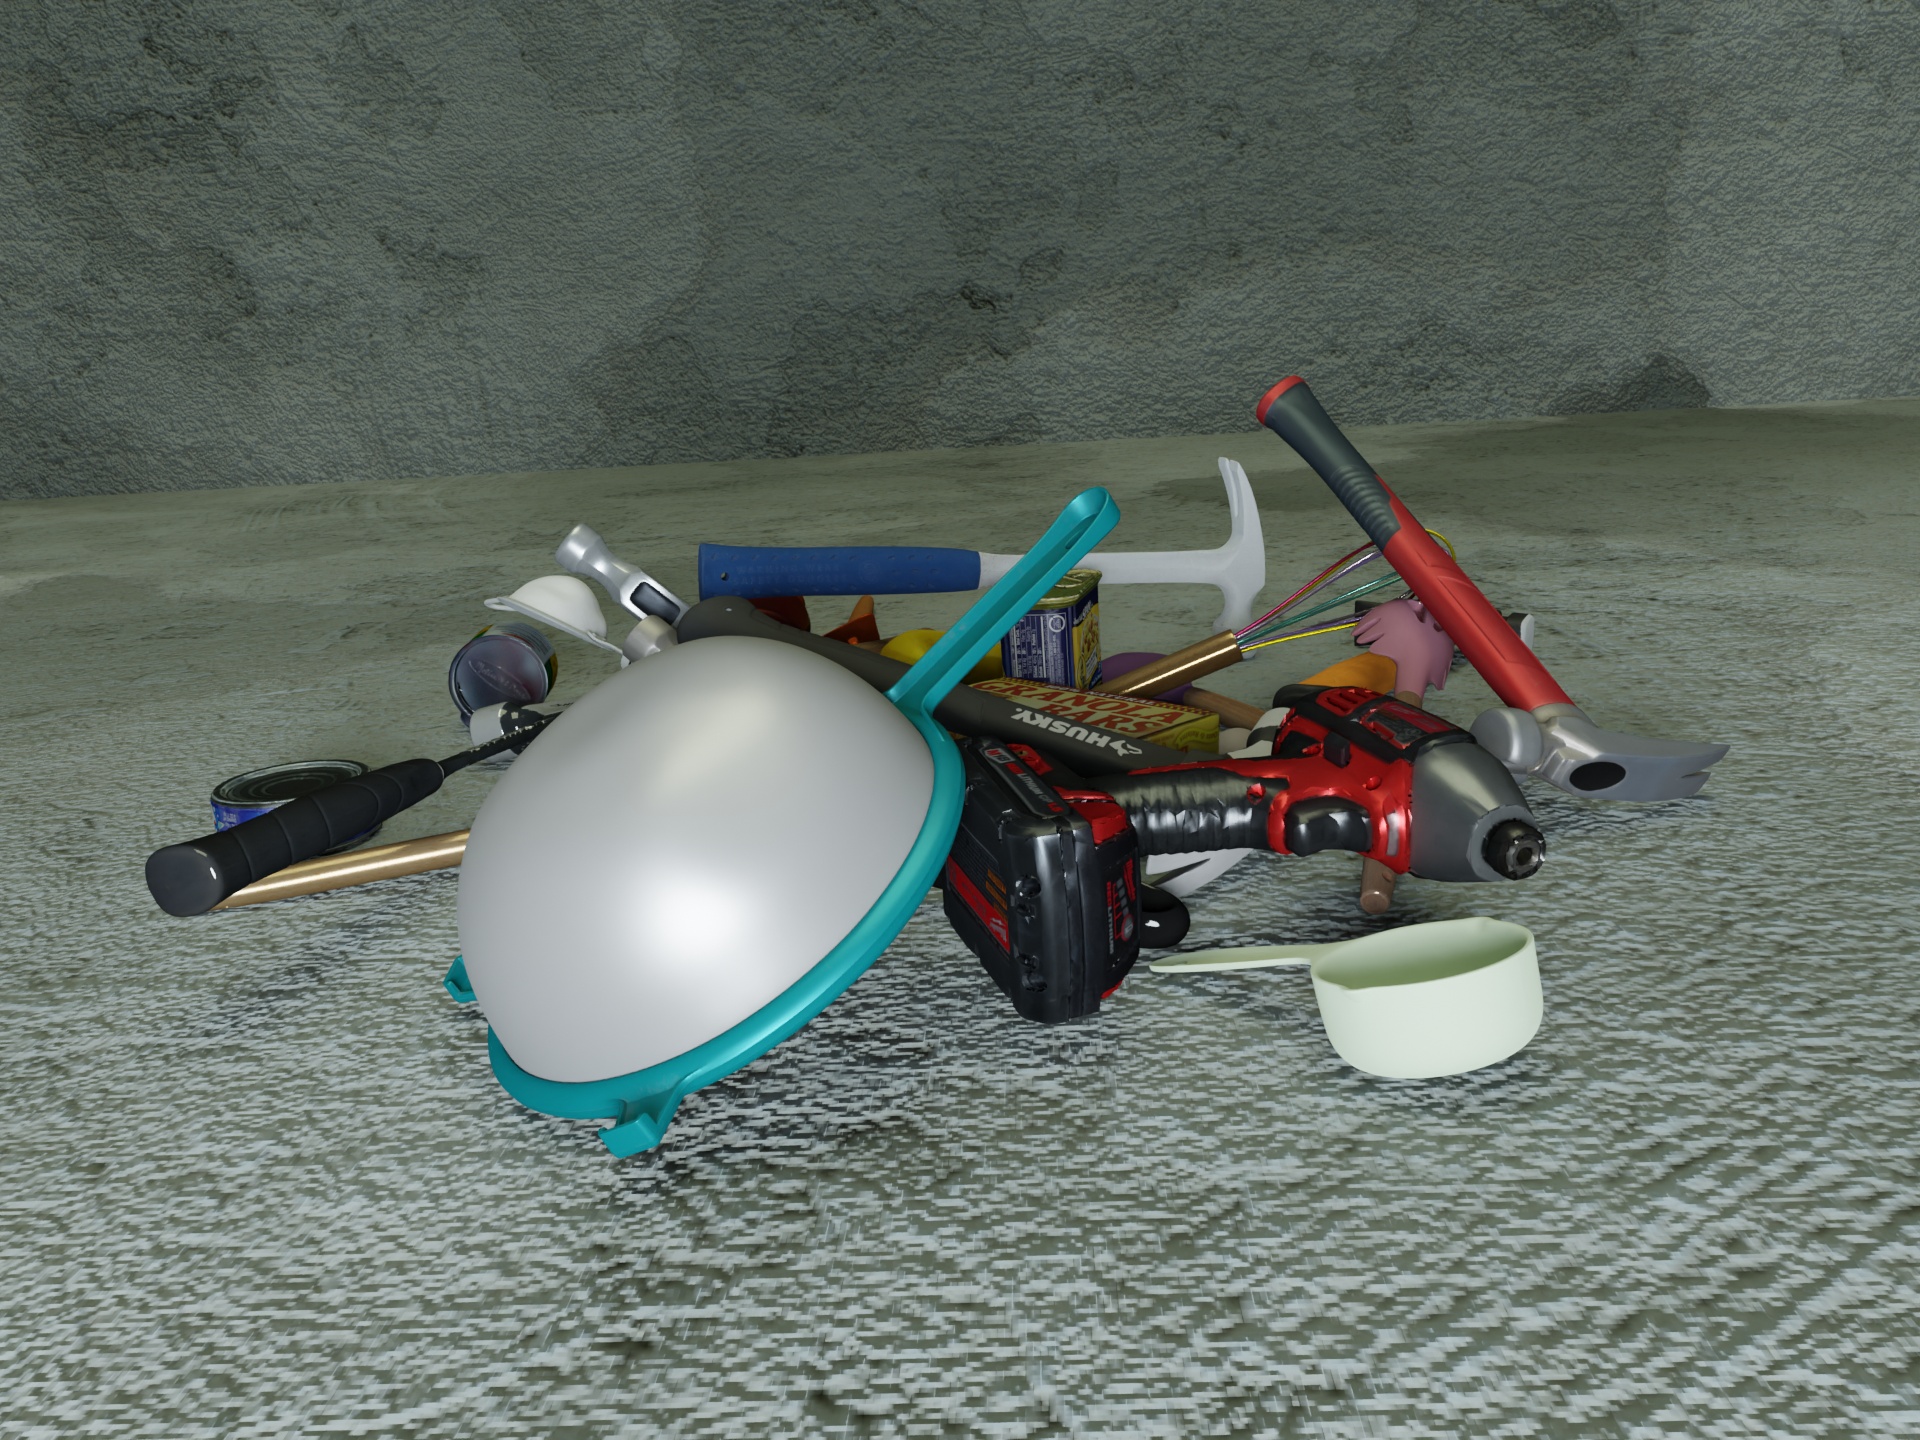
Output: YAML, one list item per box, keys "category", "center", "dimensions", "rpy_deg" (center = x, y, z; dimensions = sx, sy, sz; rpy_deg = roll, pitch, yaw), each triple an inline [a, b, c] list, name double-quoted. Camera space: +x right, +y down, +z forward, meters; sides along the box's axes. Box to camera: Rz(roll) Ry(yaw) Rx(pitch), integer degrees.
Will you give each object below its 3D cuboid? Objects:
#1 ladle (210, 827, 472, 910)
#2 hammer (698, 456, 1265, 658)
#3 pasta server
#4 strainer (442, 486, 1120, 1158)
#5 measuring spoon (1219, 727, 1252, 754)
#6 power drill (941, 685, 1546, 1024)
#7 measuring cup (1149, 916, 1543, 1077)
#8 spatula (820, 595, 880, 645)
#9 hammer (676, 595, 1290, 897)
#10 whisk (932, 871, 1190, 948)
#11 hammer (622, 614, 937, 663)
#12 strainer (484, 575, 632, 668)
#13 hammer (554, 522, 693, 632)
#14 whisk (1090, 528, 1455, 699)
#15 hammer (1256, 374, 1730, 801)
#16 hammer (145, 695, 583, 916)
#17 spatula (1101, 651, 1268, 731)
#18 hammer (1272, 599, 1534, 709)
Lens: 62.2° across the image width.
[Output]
- category: "ladle"
  center: [-0.226, 0.047, 0.821]
  dimensions: [0.320, 0.062, 0.078]
  rpy_deg: [-11, -4, -16]
- category: "hammer"
  center: [0.023, -0.111, 1.110]
  dimensions: [0.405, 0.144, 0.035]
  rpy_deg: [-2, 15, -14]
- category: "pasta server"
  center: [0.225, 0.009, 0.821]
  dimensions: [0.060, 0.040, 0.316]
  rpy_deg: [30, 34, 2]
- category: "strainer"
  center: [-0.068, -0.007, 0.610]
  dimensions: [0.340, 0.095, 0.211]
  rpy_deg: [-45, 29, -19]
- category: "measuring spoon"
  center: [0.127, 0.008, 0.951]
  dimensions: [0.124, 0.018, 0.034]
  rpy_deg: [9, 20, 42]
- category: "power drill"
  center: [0.110, 0.043, 0.625]
  dimensions: [0.219, 0.078, 0.143]
  rpy_deg: [-10, 21, -17]
- category: "measuring cup"
  center: [0.135, 0.103, 0.587]
  dimensions: [0.083, 0.038, 0.167]
  rpy_deg: [-16, 3, -40]
- category: "spatula"
  center: [-0.089, -0.077, 1.272]
  dimensions: [0.081, 0.041, 0.323]
  rpy_deg: [-28, 12, 7]
- category: "hammer"
  center: [-0.001, -0.003, 0.804]
  dimensions: [0.335, 0.035, 0.146]
  rpy_deg: [18, 37, 22]
- category: "whisk"
  center: [-0.035, 0.060, 0.731]
  dimensions: [0.296, 0.073, 0.073]
  rpy_deg: [12, 20, 26]
- category: "hammer"
  center: [-0.080, -0.031, 1.039]
  dimensions: [0.130, 0.031, 0.331]
  rpy_deg: [38, 20, 13]
- category: "strainer"
  center: [-0.222, -0.045, 1.070]
  dimensions: [0.259, 0.050, 0.086]
  rpy_deg: [30, -1, 26]
- category: "hammer"
  center: [-0.205, -0.073, 1.128]
  dimensions: [0.128, 0.033, 0.331]
  rpy_deg: [37, -3, -5]
- category: "whisk"
  center: [0.195, -0.060, 1.010]
  dimensions: [0.245, 0.047, 0.051]
  rpy_deg: [-23, 6, 10]
- category: "hammer"
  center: [0.277, -0.092, 0.918]
  dimensions: [0.143, 0.038, 0.387]
  rpy_deg: [5, 37, -21]
- category: "hammer"
  center: [-0.265, 0.027, 0.811]
  dimensions: [0.149, 0.036, 0.409]
  rpy_deg: [-14, 8, 12]
- category: "spatula"
  center: [0.162, -0.010, 1.005]
  dimensions: [0.060, 0.018, 0.316]
  rpy_deg: [-23, 20, -16]
- category: "hammer"
  center: [0.266, -0.037, 1.016]
  dimensions: [0.127, 0.034, 0.337]
  rpy_deg: [7, 14, 31]
